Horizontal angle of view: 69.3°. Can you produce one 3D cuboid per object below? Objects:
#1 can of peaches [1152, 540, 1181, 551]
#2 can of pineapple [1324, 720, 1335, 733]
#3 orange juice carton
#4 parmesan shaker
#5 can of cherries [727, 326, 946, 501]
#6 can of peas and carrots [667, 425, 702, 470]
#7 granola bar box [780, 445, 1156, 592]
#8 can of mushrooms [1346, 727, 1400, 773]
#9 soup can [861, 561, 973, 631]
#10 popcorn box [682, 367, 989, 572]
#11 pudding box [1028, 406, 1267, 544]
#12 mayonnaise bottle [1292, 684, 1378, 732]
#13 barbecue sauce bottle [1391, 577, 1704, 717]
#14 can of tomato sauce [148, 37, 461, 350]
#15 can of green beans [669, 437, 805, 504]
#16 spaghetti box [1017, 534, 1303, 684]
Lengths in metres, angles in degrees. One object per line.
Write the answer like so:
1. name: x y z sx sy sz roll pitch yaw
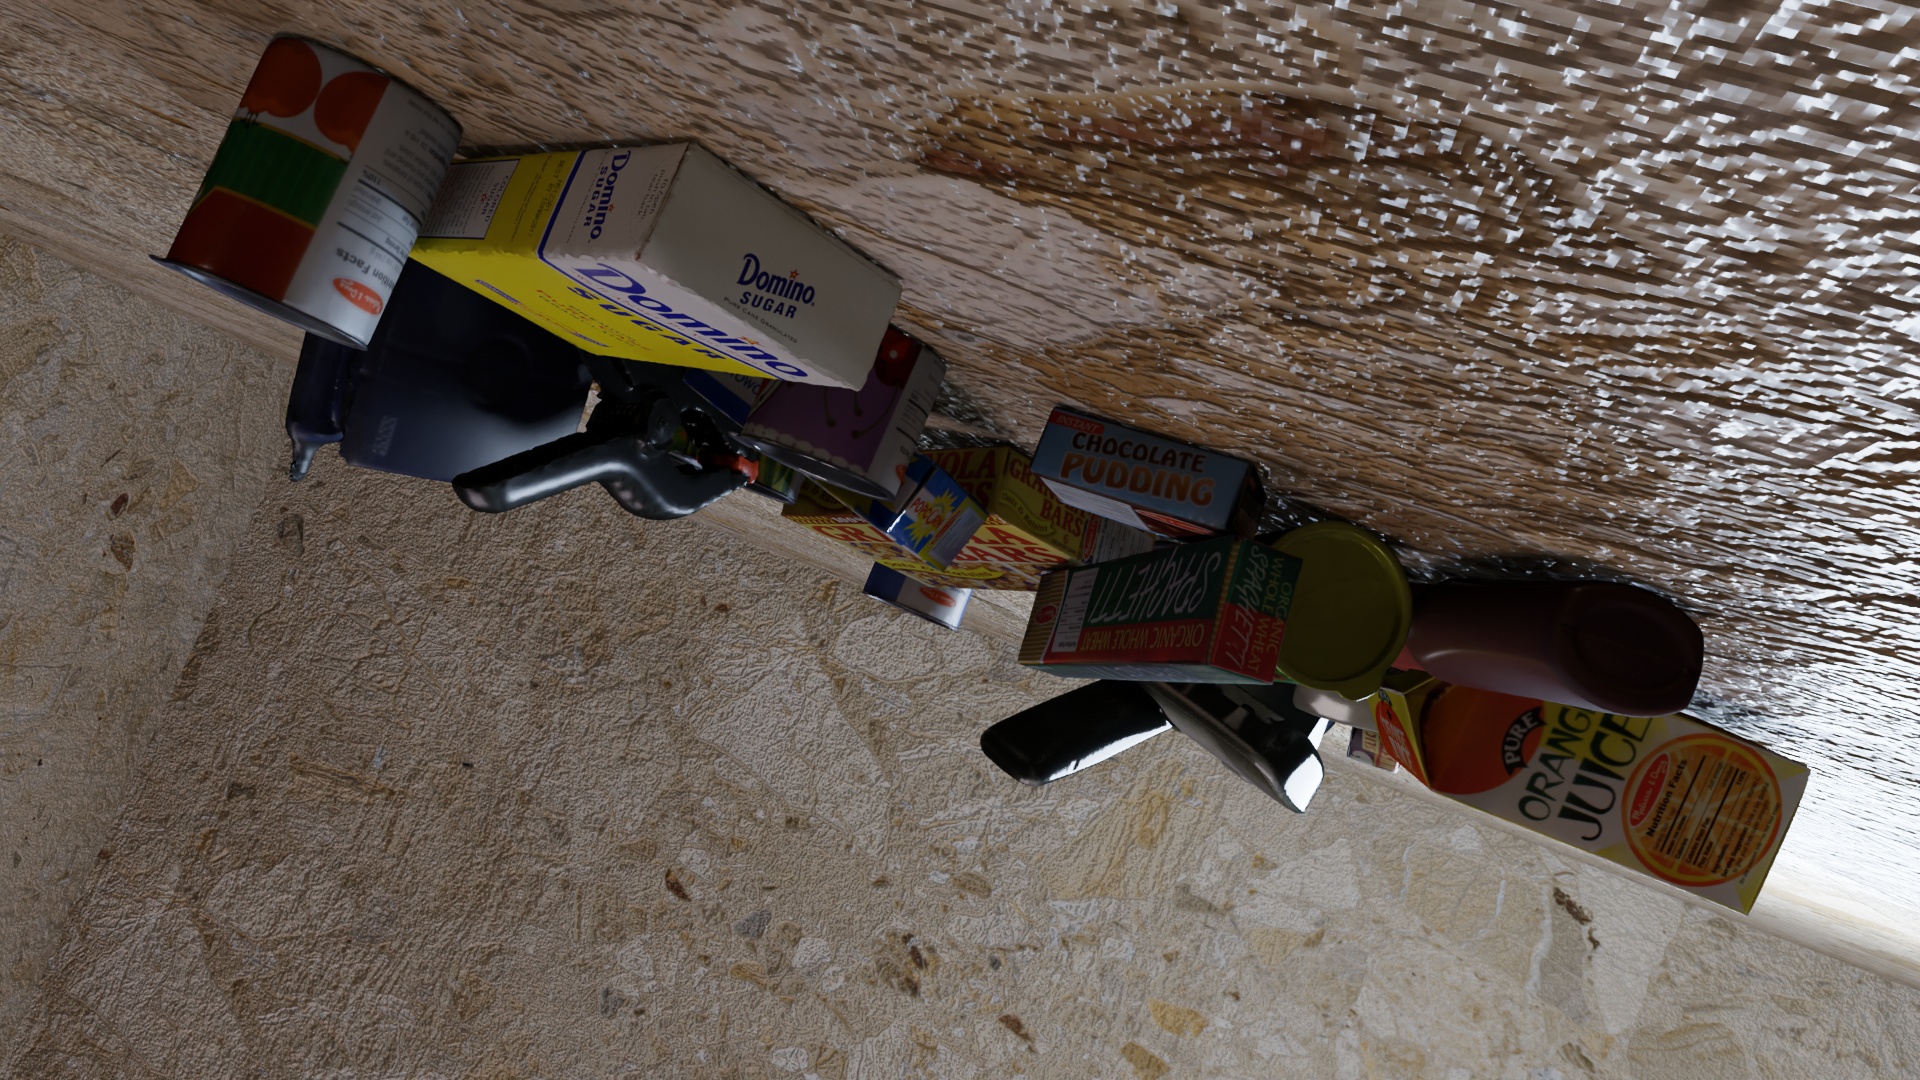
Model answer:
1. can of peaches: 0.114 0.038 0.774 0.071 0.071 0.058 21 174 10
2. can of pineapple: 0.209 0.089 0.895 0.058 0.071 0.071 24 174 -13
3. orange juice carton: 0.268 0.094 0.636 0.193 0.073 0.072 21 -175 0
4. parmesan shaker: 0.139 0.031 0.589 0.071 0.071 0.103 22 174 -5
5. can of cherries: -0.048 -0.055 0.546 0.071 0.058 0.071 21 175 2
6. can of peas and carrots: -0.152 -0.070 0.791 0.071 0.059 0.071 21 174 2
7. granola bar box: 0.003 -0.009 0.749 0.165 0.039 0.124 1 160 45
8. can of mushrooms: 0.274 0.115 0.895 0.033 0.071 0.071 18 173 22
9. soup can: -0.018 0.007 0.886 0.071 0.084 0.071 22 174 3
10. popcorn box: -0.055 -0.042 0.629 0.127 0.038 0.085 37 179 21
11. pudding box: 0.074 -0.022 0.544 0.084 0.030 0.049 19 173 23
12. mayonnaise bottle: 0.261 0.088 0.757 0.148 0.041 0.065 17 -146 20
13. barbecue sauce bottle: 0.207 0.037 0.535 0.065 0.043 0.148 18 176 -13
14. can of tomato sauce: -0.218 -0.116 0.469 0.071 0.083 0.071 21 174 3
15. can of green beans: -0.108 -0.058 0.739 0.071 0.058 0.071 21 174 2
16. spaghetti box: 0.075 0.034 0.603 0.029 0.050 0.249 18 171 -11
